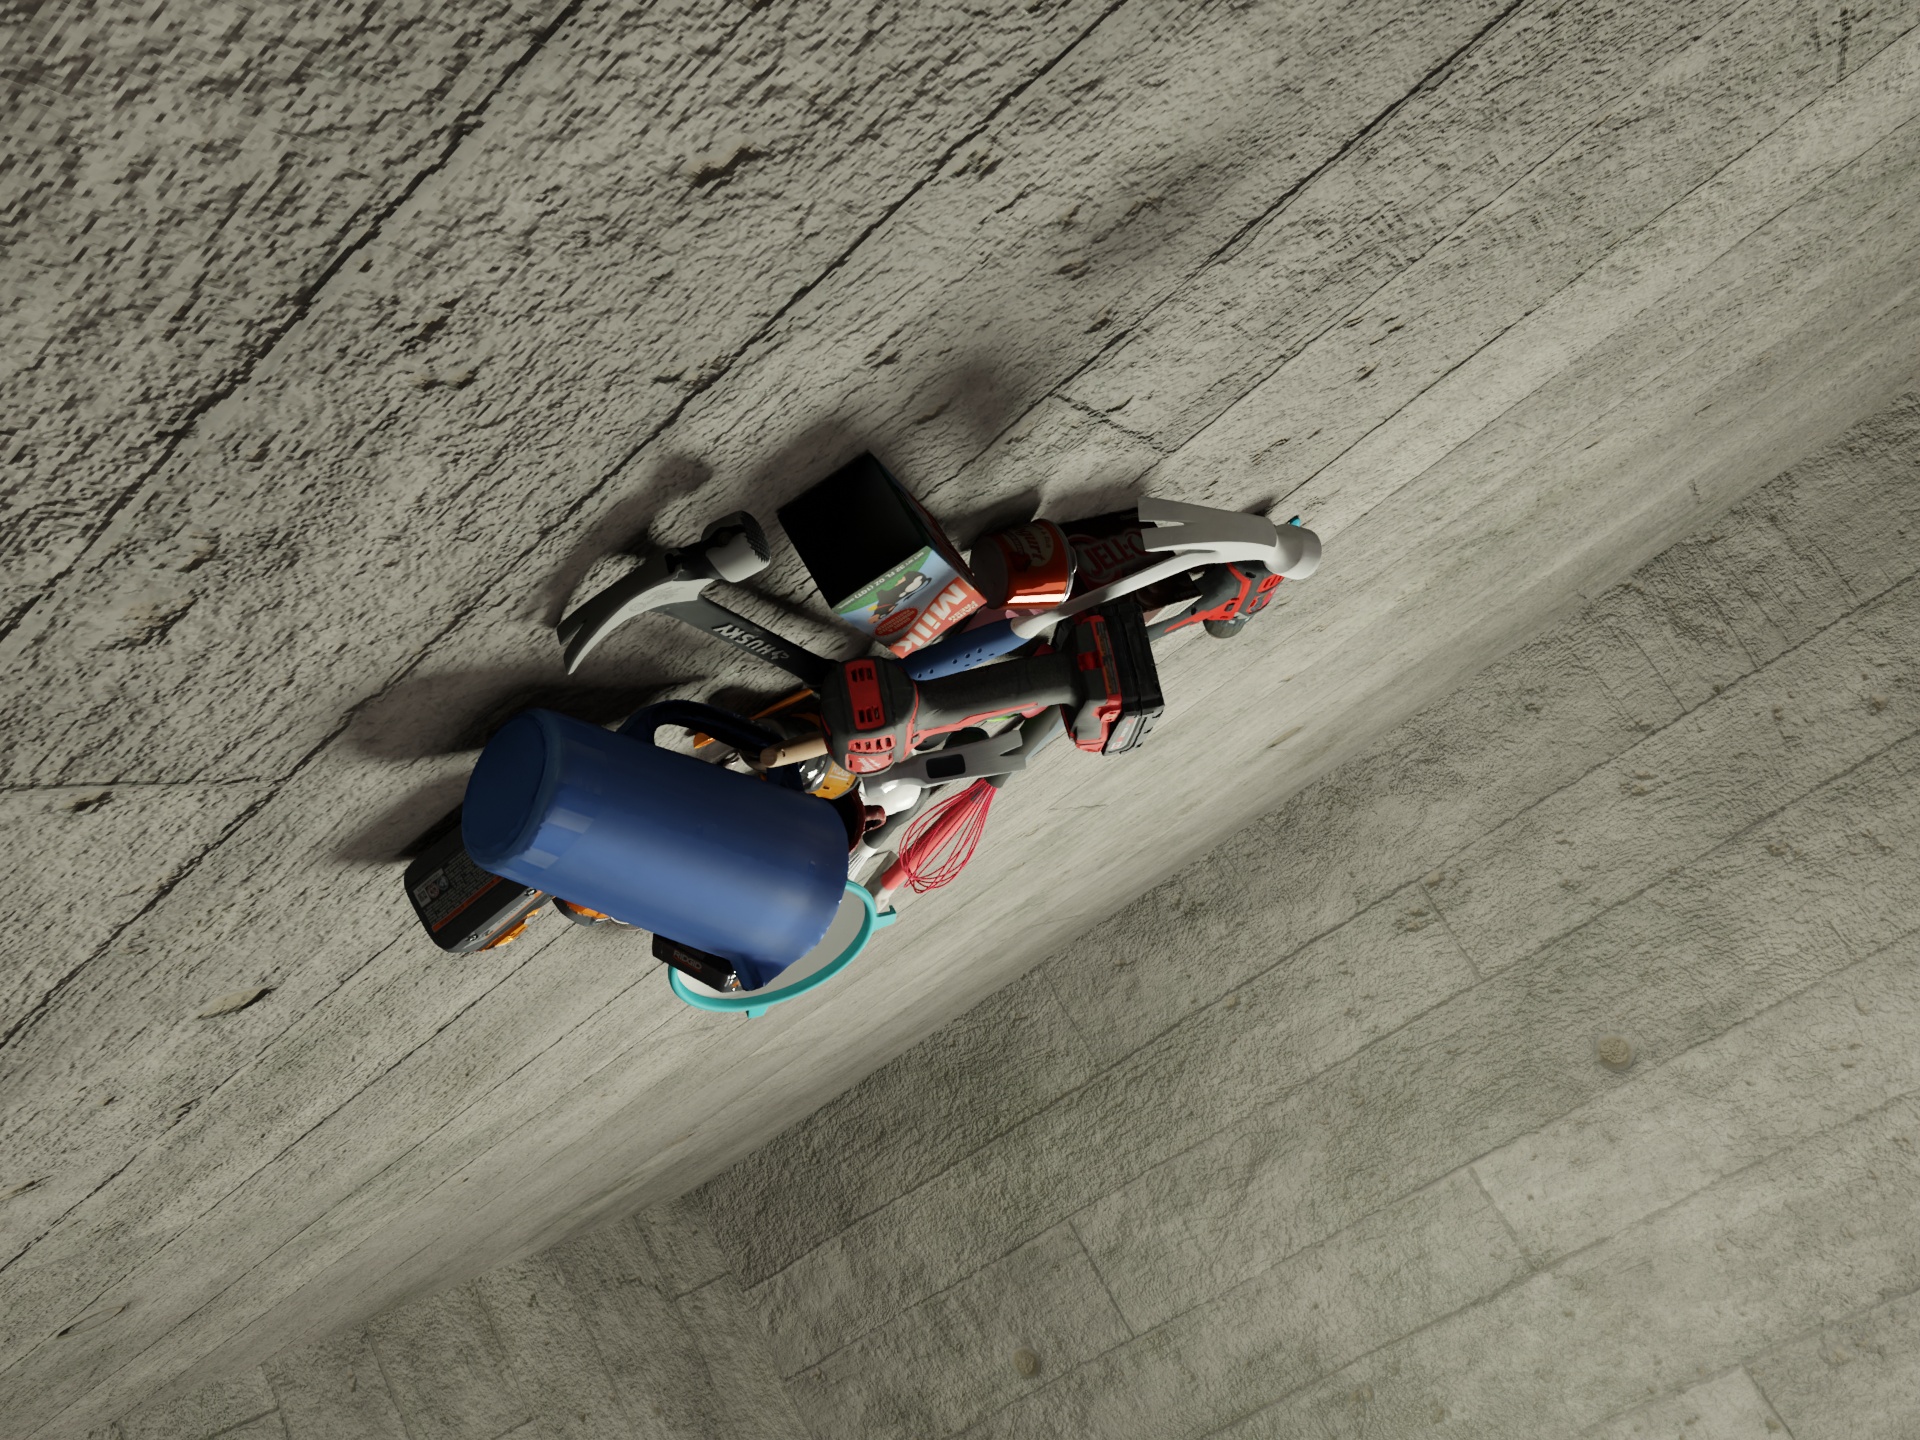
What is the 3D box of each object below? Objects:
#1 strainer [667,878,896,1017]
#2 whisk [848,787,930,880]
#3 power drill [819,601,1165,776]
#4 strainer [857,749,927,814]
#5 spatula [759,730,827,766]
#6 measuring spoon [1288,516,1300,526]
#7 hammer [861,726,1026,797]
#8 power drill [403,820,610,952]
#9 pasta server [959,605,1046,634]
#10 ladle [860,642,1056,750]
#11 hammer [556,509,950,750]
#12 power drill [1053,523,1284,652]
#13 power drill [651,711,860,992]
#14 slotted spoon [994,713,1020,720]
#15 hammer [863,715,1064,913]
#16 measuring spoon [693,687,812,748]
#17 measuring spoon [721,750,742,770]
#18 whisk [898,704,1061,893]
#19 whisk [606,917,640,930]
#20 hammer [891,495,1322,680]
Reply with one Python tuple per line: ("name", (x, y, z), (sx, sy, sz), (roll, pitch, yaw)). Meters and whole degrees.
("strainer", (-0.227, 0.164, 1.515), (0.211, 0.095, 0.340), (-36, 143, 12))
("whisk", (-0.117, 0.153, 1.700), (0.070, 0.070, 0.284), (-8, 148, -53))
("power drill", (0.015, -0.010, 1.065), (0.219, 0.079, 0.143), (-9, 164, -7))
("strainer", (-0.036, 0.057, 1.571), (0.087, 0.050, 0.258), (-66, 161, 13))
("spatula", (-0.099, 0.017, 1.196), (0.018, 0.060, 0.316), (-14, 180, 10))
("measuring spoon", (0.308, -0.164, 1.578), (0.042, 0.021, 0.128), (-22, 153, -23))
("hammer", (-0.004, 0.029, 1.407), (0.128, 0.033, 0.331), (-10, -178, 5))
("power drill", (-0.285, 0.098, 1.195), (0.164, 0.084, 0.226), (-37, 167, 17))
("pasta server", (-0.034, -0.016, 1.366), (0.060, 0.040, 0.316), (-29, 169, -49))
("ladle", (0.009, -0.010, 1.353), (0.315, 0.031, 0.069), (-22, 124, -54))
("hammer", (-0.105, -0.033, 1.072), (0.149, 0.036, 0.408), (-24, 159, 16))
("power drill", (0.200, -0.089, 1.501), (0.226, 0.080, 0.187), (-30, 165, -14))
("power drill", (-0.162, 0.098, 1.265), (0.226, 0.084, 0.185), (-65, 165, 0))
("slotted spoon", (-0.002, -0.004, 1.400), (0.070, 0.031, 0.313), (-39, 171, 26))
("hammer", (0.017, 0.079, 1.713), (0.386, 0.038, 0.143), (-46, -178, 29))
("measuring spoon", (-0.156, -0.007, 1.230), (0.117, 0.011, 0.021), (-27, 177, -23))
("measuring spoon", (-0.220, 0.059, 1.316), (0.124, 0.018, 0.034), (-44, 163, 19))
("whisk", (0.022, 0.071, 1.585), (0.073, 0.073, 0.295), (-10, 145, -51))
("whisk", (-0.204, 0.094, 1.362), (0.246, 0.059, 0.057), (-37, 171, -10))
("hammer", (0.048, -0.071, 1.122), (0.144, 0.035, 0.405), (7, 161, -41))
